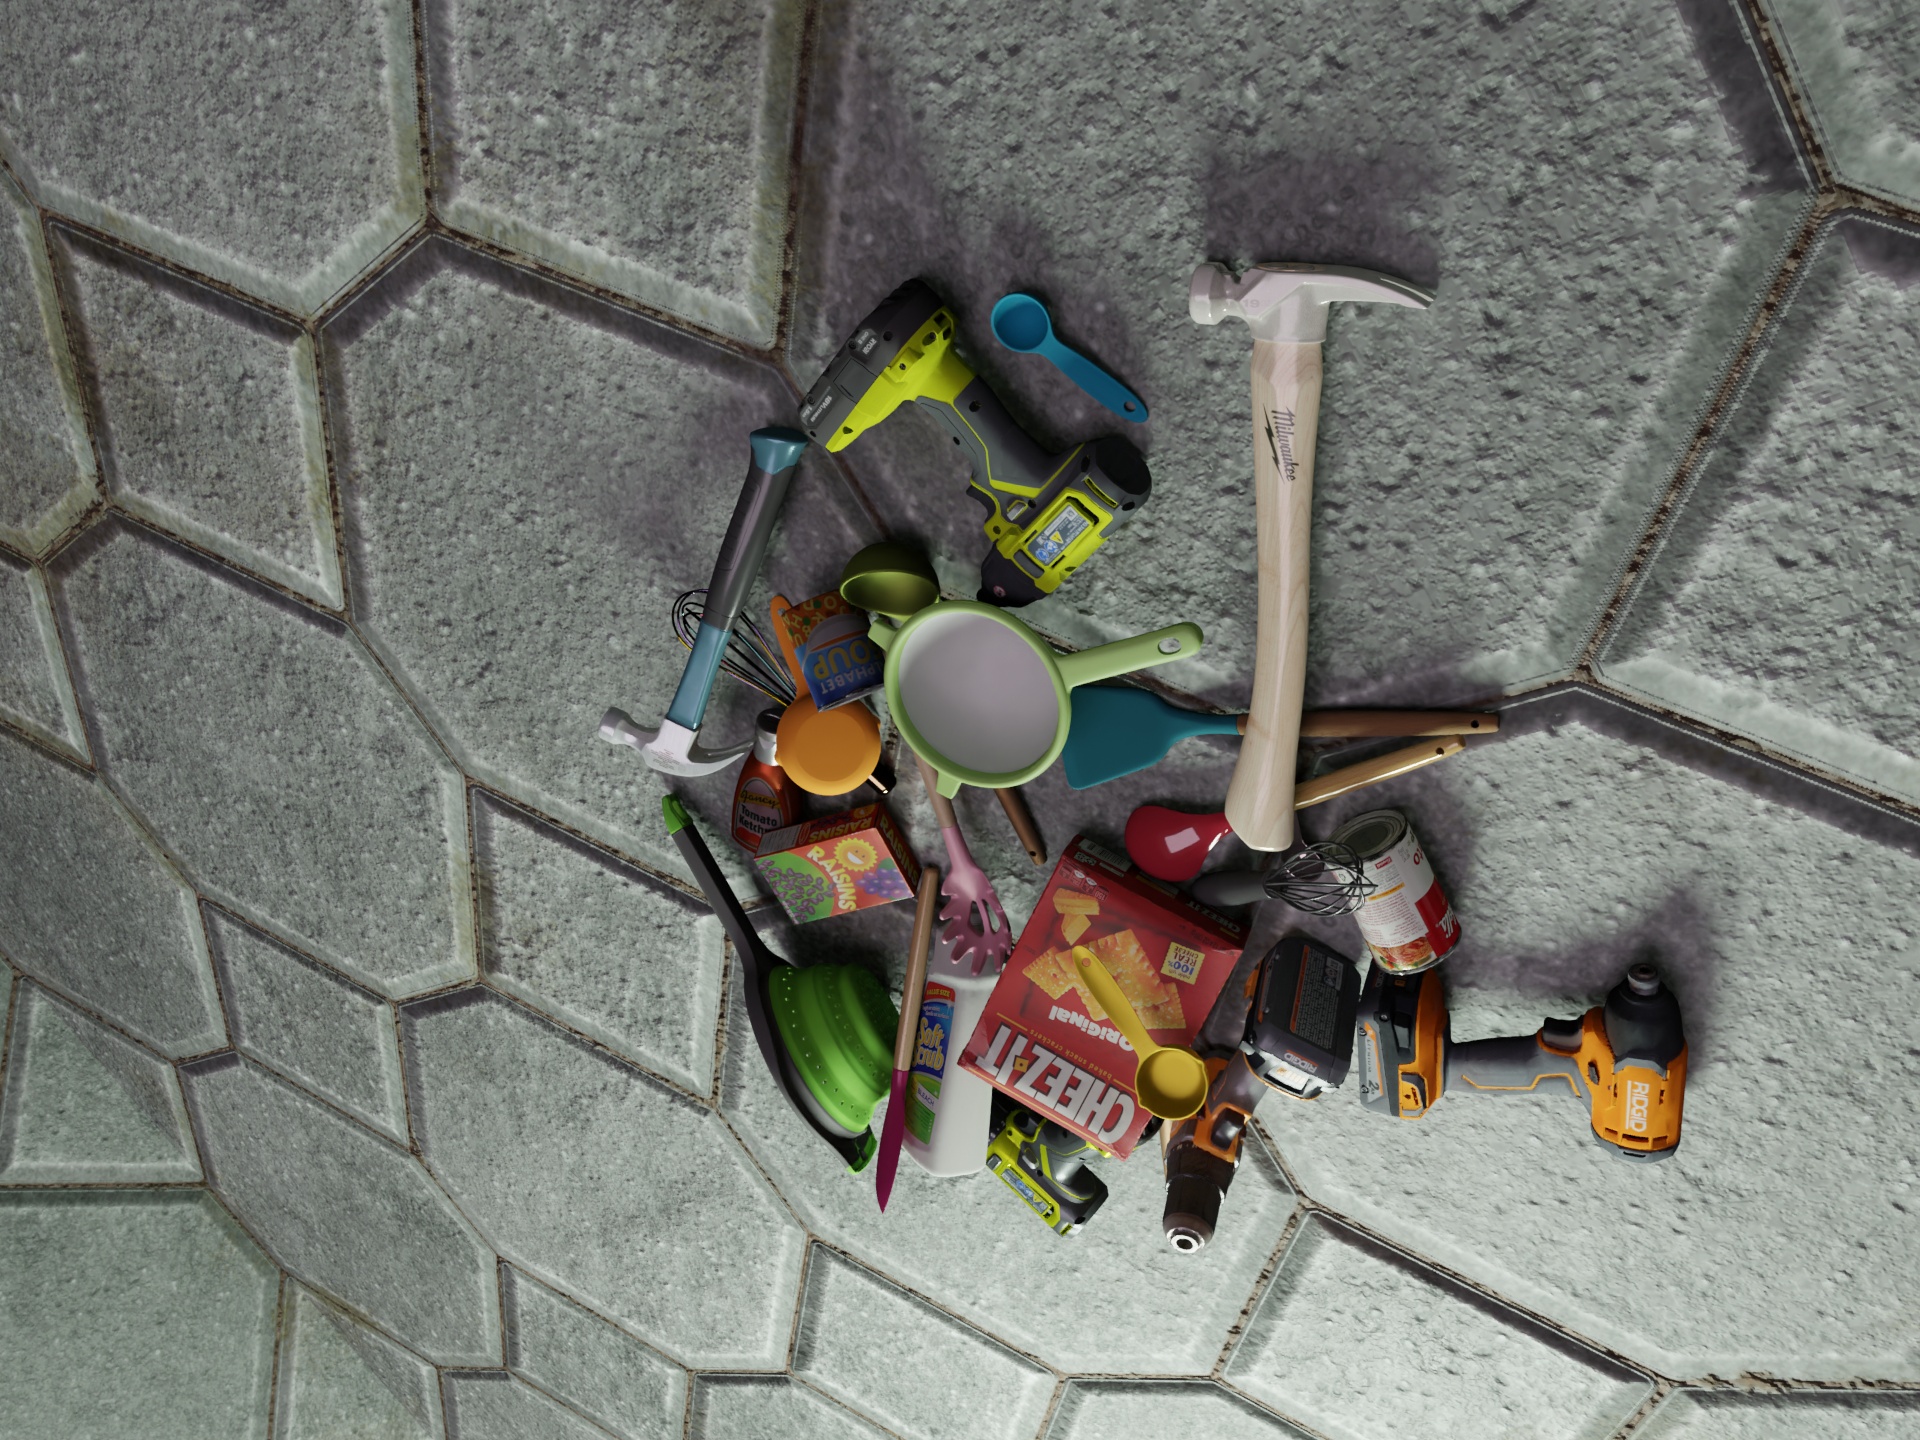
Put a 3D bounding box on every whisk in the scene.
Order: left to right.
[{"bbox_3d":[-0.152,-0.020,1.363,0.245,0.047,0.051,43,132,-7],"label":"whisk"},{"bbox_3d":[0.229,0.122,1.174,0.055,0.055,0.239,48,160,-7],"label":"whisk"}]

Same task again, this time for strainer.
[{"bbox_3d":[0.066,-0.041,1.168,0.256,0.069,0.151,-14,107,31],"label":"strainer"}]

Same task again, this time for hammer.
[{"bbox_3d":[-0.195,-0.092,1.293,0.128,0.033,0.330,26,119,2],"label":"hammer"},{"bbox_3d":[0.223,-0.092,1.054,0.146,0.038,0.410,10,120,24],"label":"hammer"}]

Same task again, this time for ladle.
[{"bbox_3d":[-0.002,-0.004,1.274,0.078,0.062,0.320,-12,118,31],"label":"ladle"},{"bbox_3d":[0.235,0.063,1.179,0.315,0.031,0.069,-26,98,44],"label":"ladle"}]

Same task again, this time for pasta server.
[{"bbox_3d":[-0.020,0.065,1.323,0.060,0.040,0.316,-12,108,21],"label":"pasta server"}]

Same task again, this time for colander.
[{"bbox_3d":[-0.152,0.226,1.505,0.094,0.204,0.397,-30,88,8],"label":"colander"}]

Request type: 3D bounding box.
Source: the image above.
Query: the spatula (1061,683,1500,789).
[{"bbox_3d":[0.223,0.006,1.149,0.317,0.044,0.082,-1,100,30],"label":"spatula"}]

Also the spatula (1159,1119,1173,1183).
[{"bbox_3d":[0.183,0.312,1.414,0.060,0.018,0.315,12,127,29],"label":"spatula"}]

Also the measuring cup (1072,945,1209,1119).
[{"bbox_3d":[0.139,0.241,1.252,0.062,0.029,0.156,-38,80,14],"label":"measuring cup"}]

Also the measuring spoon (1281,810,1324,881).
[{"bbox_3d":[0.249,0.065,1.200,0.034,0.018,0.124,-4,113,42],"label":"measuring spoon"}]

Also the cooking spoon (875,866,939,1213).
[{"bbox_3d":[-0.050,0.288,1.433,0.017,0.069,0.319,8,96,-10],"label":"cooking spoon"}]

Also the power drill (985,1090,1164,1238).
[{"bbox_3d":[0.079,0.363,1.471,0.191,0.080,0.228,42,139,13],"label":"power drill"}]

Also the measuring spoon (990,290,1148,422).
[{"bbox_3d":[0.078,-0.246,1.078,0.128,0.021,0.042,36,132,-9],"label":"measuring spoon"}]

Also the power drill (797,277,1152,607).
[{"bbox_3d":[0.003,-0.185,1.126,0.223,0.080,0.171,42,134,-6],"label":"power drill"}]

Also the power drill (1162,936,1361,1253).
[{"bbox_3d":[0.228,0.303,1.269,0.084,0.185,0.226,26,130,0],"label":"power drill"}]

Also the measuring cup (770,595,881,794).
[{"bbox_3d":[-0.123,-0.020,1.317,0.095,0.052,0.173,-20,99,-5],"label":"measuring cup"}]

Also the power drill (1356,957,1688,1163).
[{"bbox_3d":[0.414,0.235,1.176,0.226,0.084,0.164,5,123,24],"label":"power drill"}]
